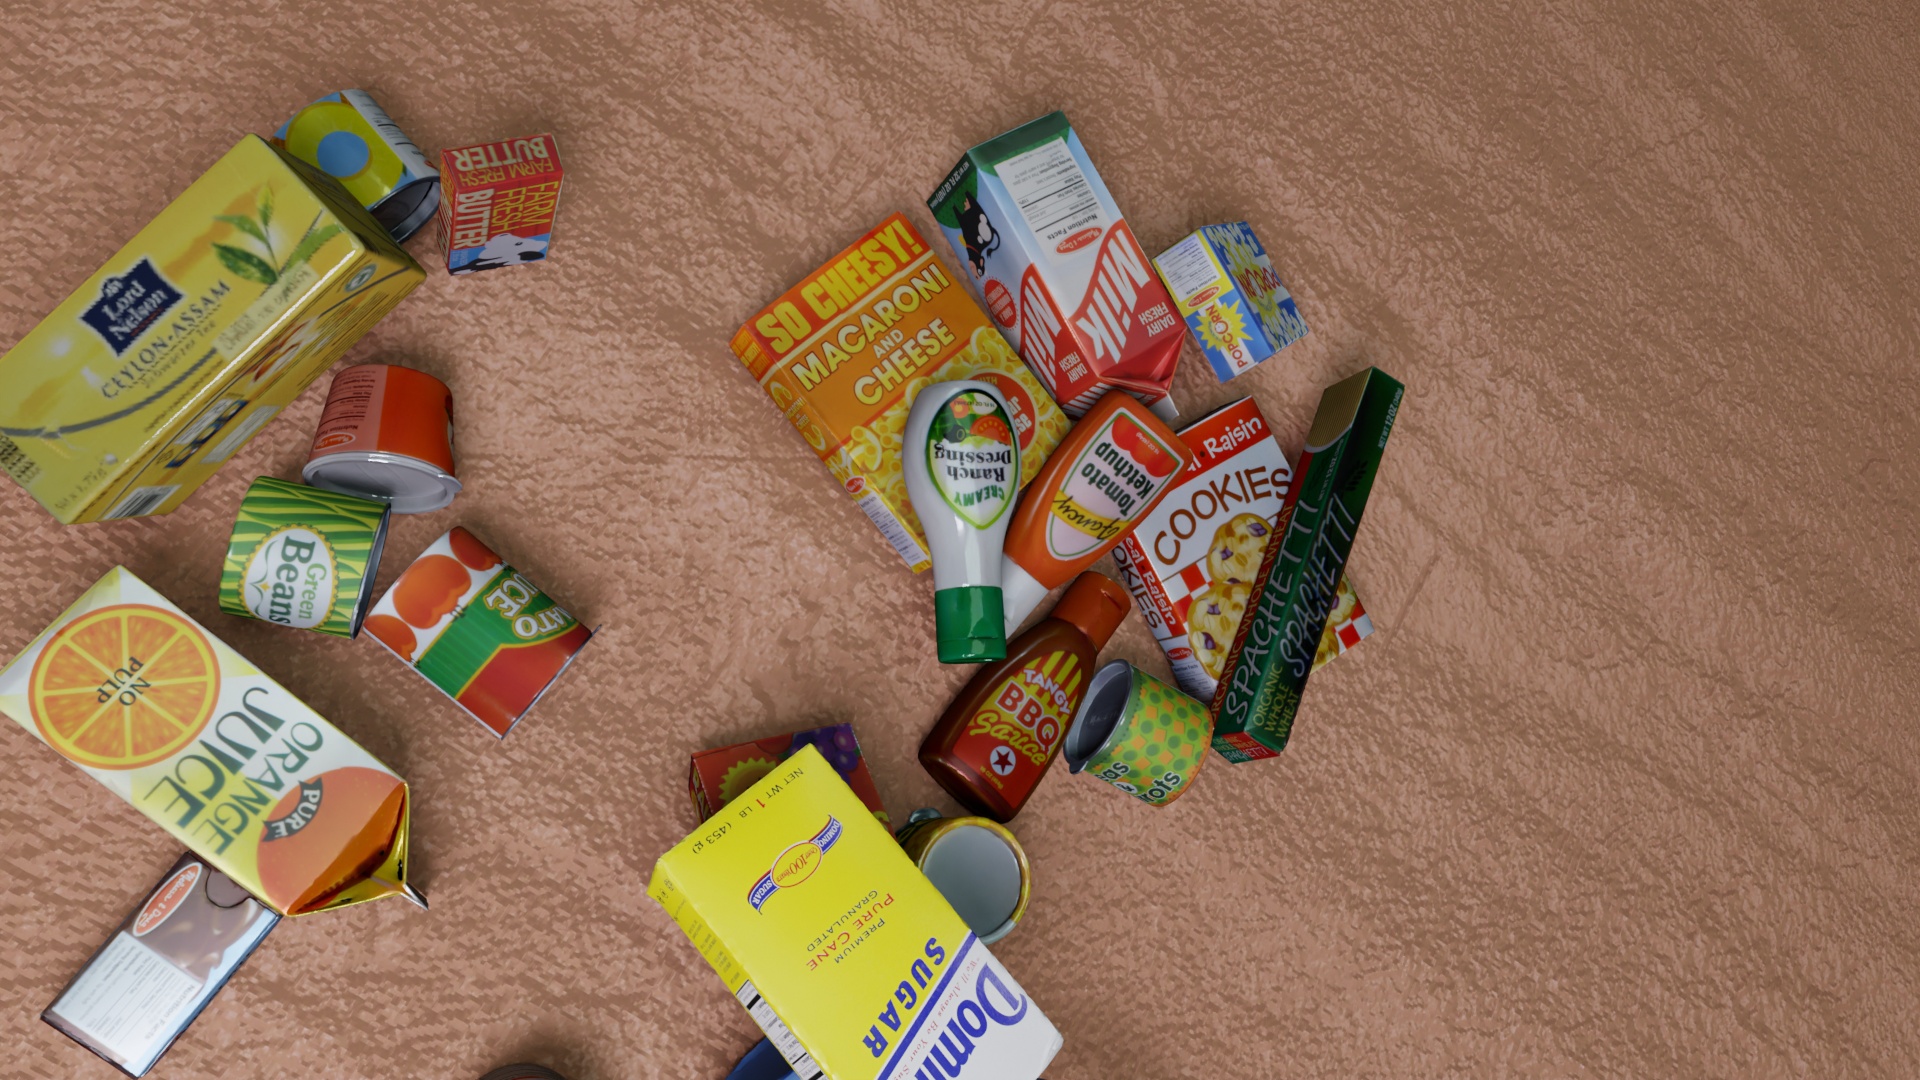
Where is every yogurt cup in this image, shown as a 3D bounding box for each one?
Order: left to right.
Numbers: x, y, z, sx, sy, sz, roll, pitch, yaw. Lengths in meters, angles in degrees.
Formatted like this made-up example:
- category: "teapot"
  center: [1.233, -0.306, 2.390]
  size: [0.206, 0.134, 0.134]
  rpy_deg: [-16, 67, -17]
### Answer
- category: "yogurt cup"
  center: [-0.275, -0.049, 0.666]
  size: [0.072, 0.072, 0.054]
  rpy_deg: [7, 68, -21]

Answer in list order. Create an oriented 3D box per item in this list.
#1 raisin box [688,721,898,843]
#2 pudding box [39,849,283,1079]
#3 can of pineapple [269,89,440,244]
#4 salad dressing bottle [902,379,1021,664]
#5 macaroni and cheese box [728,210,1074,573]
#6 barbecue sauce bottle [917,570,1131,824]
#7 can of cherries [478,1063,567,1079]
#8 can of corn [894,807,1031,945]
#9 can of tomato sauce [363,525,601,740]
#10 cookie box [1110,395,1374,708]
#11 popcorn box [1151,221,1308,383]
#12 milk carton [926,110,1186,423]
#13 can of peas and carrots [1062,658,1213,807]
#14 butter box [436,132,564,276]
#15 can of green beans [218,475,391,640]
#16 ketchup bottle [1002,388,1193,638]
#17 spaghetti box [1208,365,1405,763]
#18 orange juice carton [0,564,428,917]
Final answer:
- category: "raisin box"
  center: [-0.077, 0.155, 0.683]
  size: [0.086, 0.039, 0.124]
  rpy_deg: [-10, 52, -23]
- category: "pudding box"
  center: [-0.342, 0.182, 0.601]
  size: [0.049, 0.030, 0.084]
  rpy_deg: [39, 66, -9]
- category: "can of pineapple"
  center: [-0.300, -0.177, 0.685]
  size: [0.071, 0.071, 0.058]
  rpy_deg: [-44, 96, -25]
- category: "salad dressing bottle"
  center: [0.003, -0.009, 0.738]
  size: [0.064, 0.044, 0.148]
  rpy_deg: [1, 79, -23]
- category: "macaroni and cheese box"
  center: [-0.030, -0.084, 0.788]
  size: [0.124, 0.040, 0.166]
  rpy_deg: [-42, 96, -25]
- category: "barbecue sauce bottle"
  center: [0.042, 0.082, 0.776]
  size: [0.065, 0.043, 0.149]
  rpy_deg: [45, 65, -14]
- category: "can of cherries"
  center: [-0.197, 0.276, 0.623]
  size: [0.071, 0.058, 0.071]
  rpy_deg: [6, 76, -22]
- category: "can of corn"
  center: [-0.004, 0.175, 0.727]
  size: [0.071, 0.058, 0.071]
  rpy_deg: [5, 76, -22]
- category: "can of tomato sauce"
  center: [-0.227, 0.042, 0.661]
  size: [0.083, 0.071, 0.071]
  rpy_deg: [41, 66, -9]
- category: "cookie box"
  center: [0.161, 0.011, 0.845]
  size: [0.123, 0.040, 0.167]
  rpy_deg: [-28, 90, -26]
- category: "popcorn box"
  center: [0.167, -0.149, 0.849]
  size: [0.085, 0.038, 0.127]
  rpy_deg: [59, 27, 0]
- category: "milk carton"
  center: [0.065, -0.147, 0.825]
  size: [0.074, 0.072, 0.190]
  rpy_deg: [-30, 89, -25]
- category: "can of peas and carrots"
  center: [0.099, 0.111, 0.781]
  size: [0.059, 0.070, 0.071]
  rpy_deg: [29, 69, -15]
- category: "butter box"
  center: [-0.230, -0.166, 0.690]
  size: [0.053, 0.103, 0.024]
  rpy_deg: [-18, 85, -24]
- category: "can of green beans"
  center: [-0.301, 0.008, 0.639]
  size: [0.058, 0.071, 0.071]
  rpy_deg: [14, 73, -19]
- category: "ketchup bottle"
  center: [0.060, -0.011, 0.779]
  size: [0.064, 0.043, 0.149]
  rpy_deg: [41, 91, -14]
- category: "spaghetti box"
  center: [0.202, 0.011, 0.811]
  size: [0.028, 0.050, 0.251]
  rpy_deg: [30, 68, -13]
- category: "orange juice carton"
  center: [-0.311, 0.102, 0.610]
  size: [0.192, 0.071, 0.073]
  rpy_deg: [40, 67, -9]
